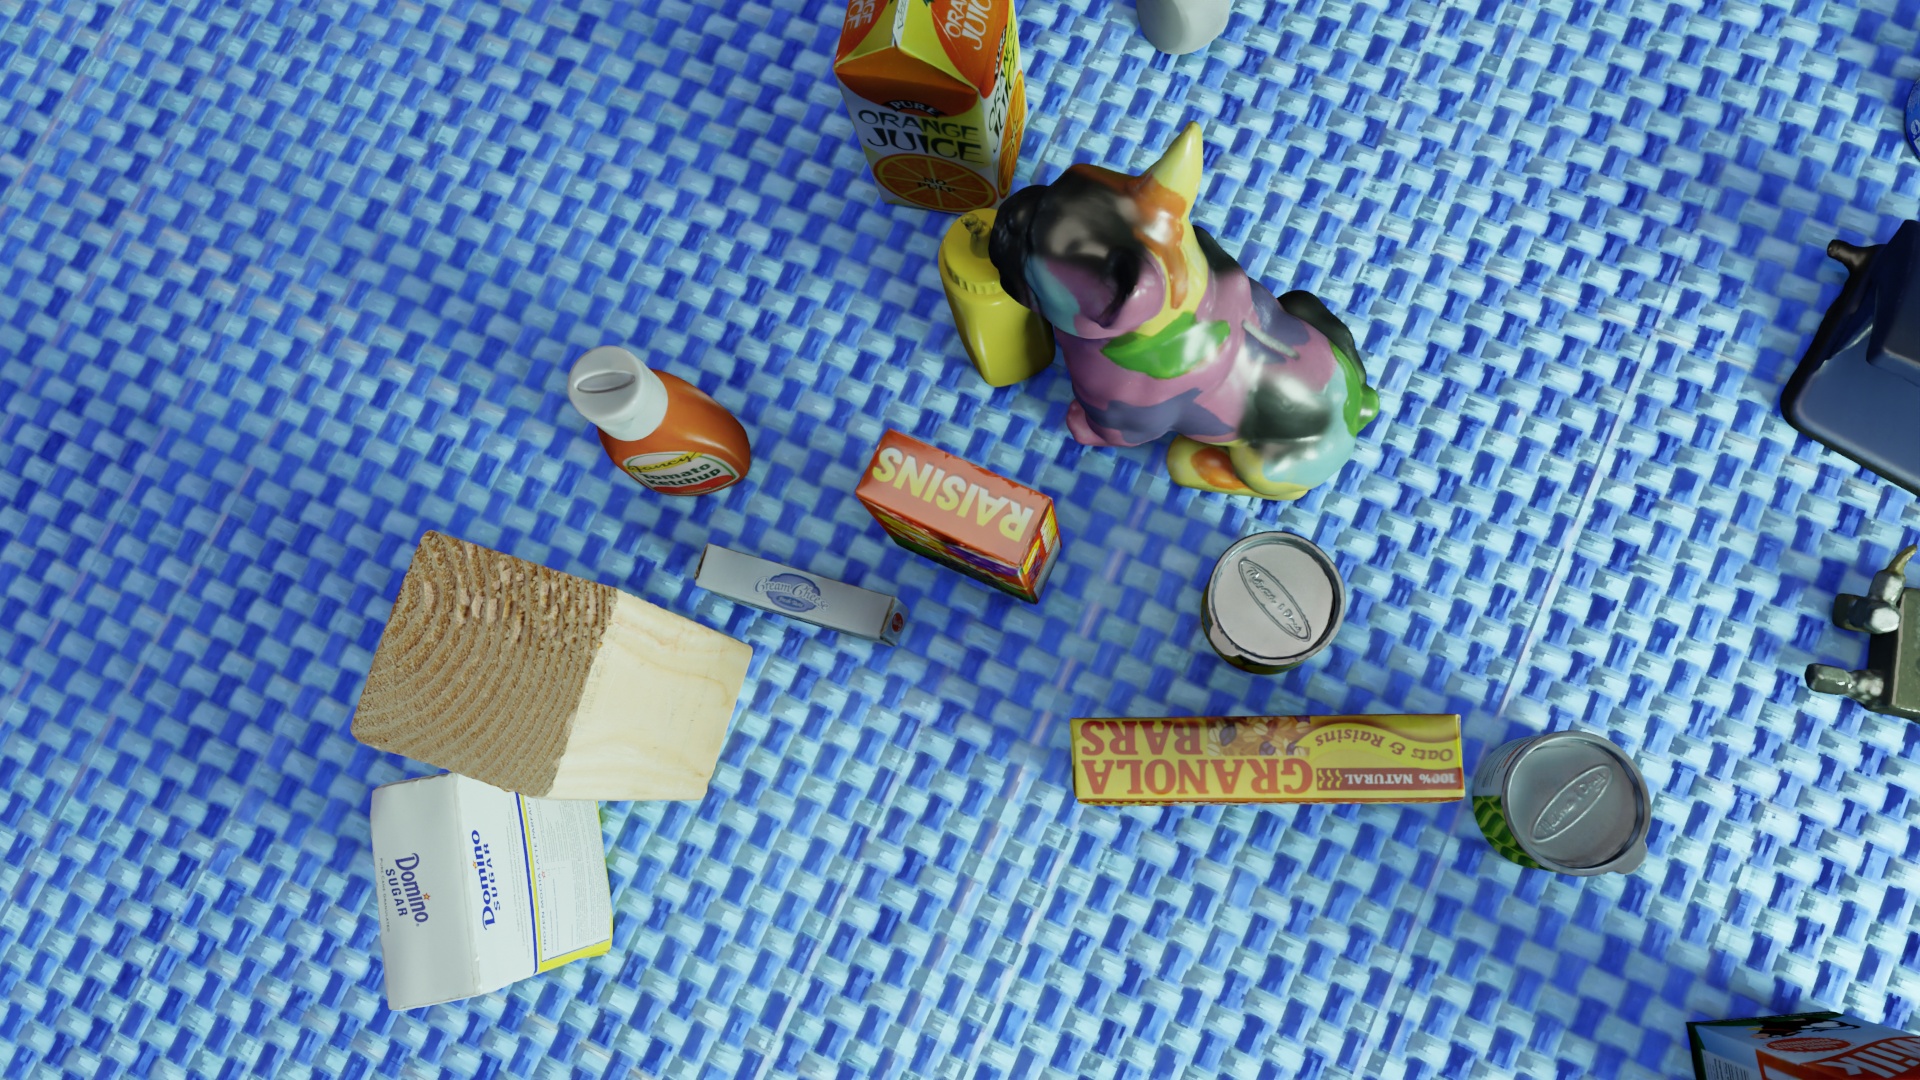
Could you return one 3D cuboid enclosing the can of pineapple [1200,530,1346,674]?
[{"bbox_3d":[0.153,0.033,0.696,0.071,0.058,0.071,-1,79,6],"label":"can of pineapple"}]

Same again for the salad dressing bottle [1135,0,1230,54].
[{"bbox_3d":[0.117,-0.311,0.724,0.044,0.147,0.064,-28,78,0],"label":"salad dressing bottle"}]

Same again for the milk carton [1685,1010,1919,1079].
[{"bbox_3d":[0.374,0.243,0.562,0.072,0.190,0.073,-6,79,5],"label":"milk carton"}]

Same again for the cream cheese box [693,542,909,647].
[{"bbox_3d":[-0.081,0.030,0.723,0.104,0.053,0.024,15,81,9],"label":"cream cheese box"}]

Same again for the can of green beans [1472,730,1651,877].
[{"bbox_3d":[0.285,0.125,0.663,0.071,0.057,0.071,-1,79,6],"label":"can of green beans"}]

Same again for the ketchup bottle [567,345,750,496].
[{"bbox_3d":[-0.154,-0.059,0.700,0.065,0.148,0.043,-9,78,4],"label":"ketchup bottle"}]

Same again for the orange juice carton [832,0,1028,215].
[{"bbox_3d":[-0.013,-0.236,0.699,0.073,0.192,0.072,11,81,8],"label":"orange juice carton"}]

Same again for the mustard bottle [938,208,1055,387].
[{"bbox_3d":[0.017,-0.126,0.690,0.049,0.160,0.065,-22,78,2],"label":"mustard bottle"}]

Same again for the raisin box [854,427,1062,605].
[{"bbox_3d":[0.002,-0.009,0.687,0.086,0.123,0.040,25,83,10],"label":"raisin box"}]

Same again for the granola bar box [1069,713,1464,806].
[{"bbox_3d":[0.136,0.104,0.649,0.165,0.124,0.039,-1,79,6],"label":"granola bar box"}]
